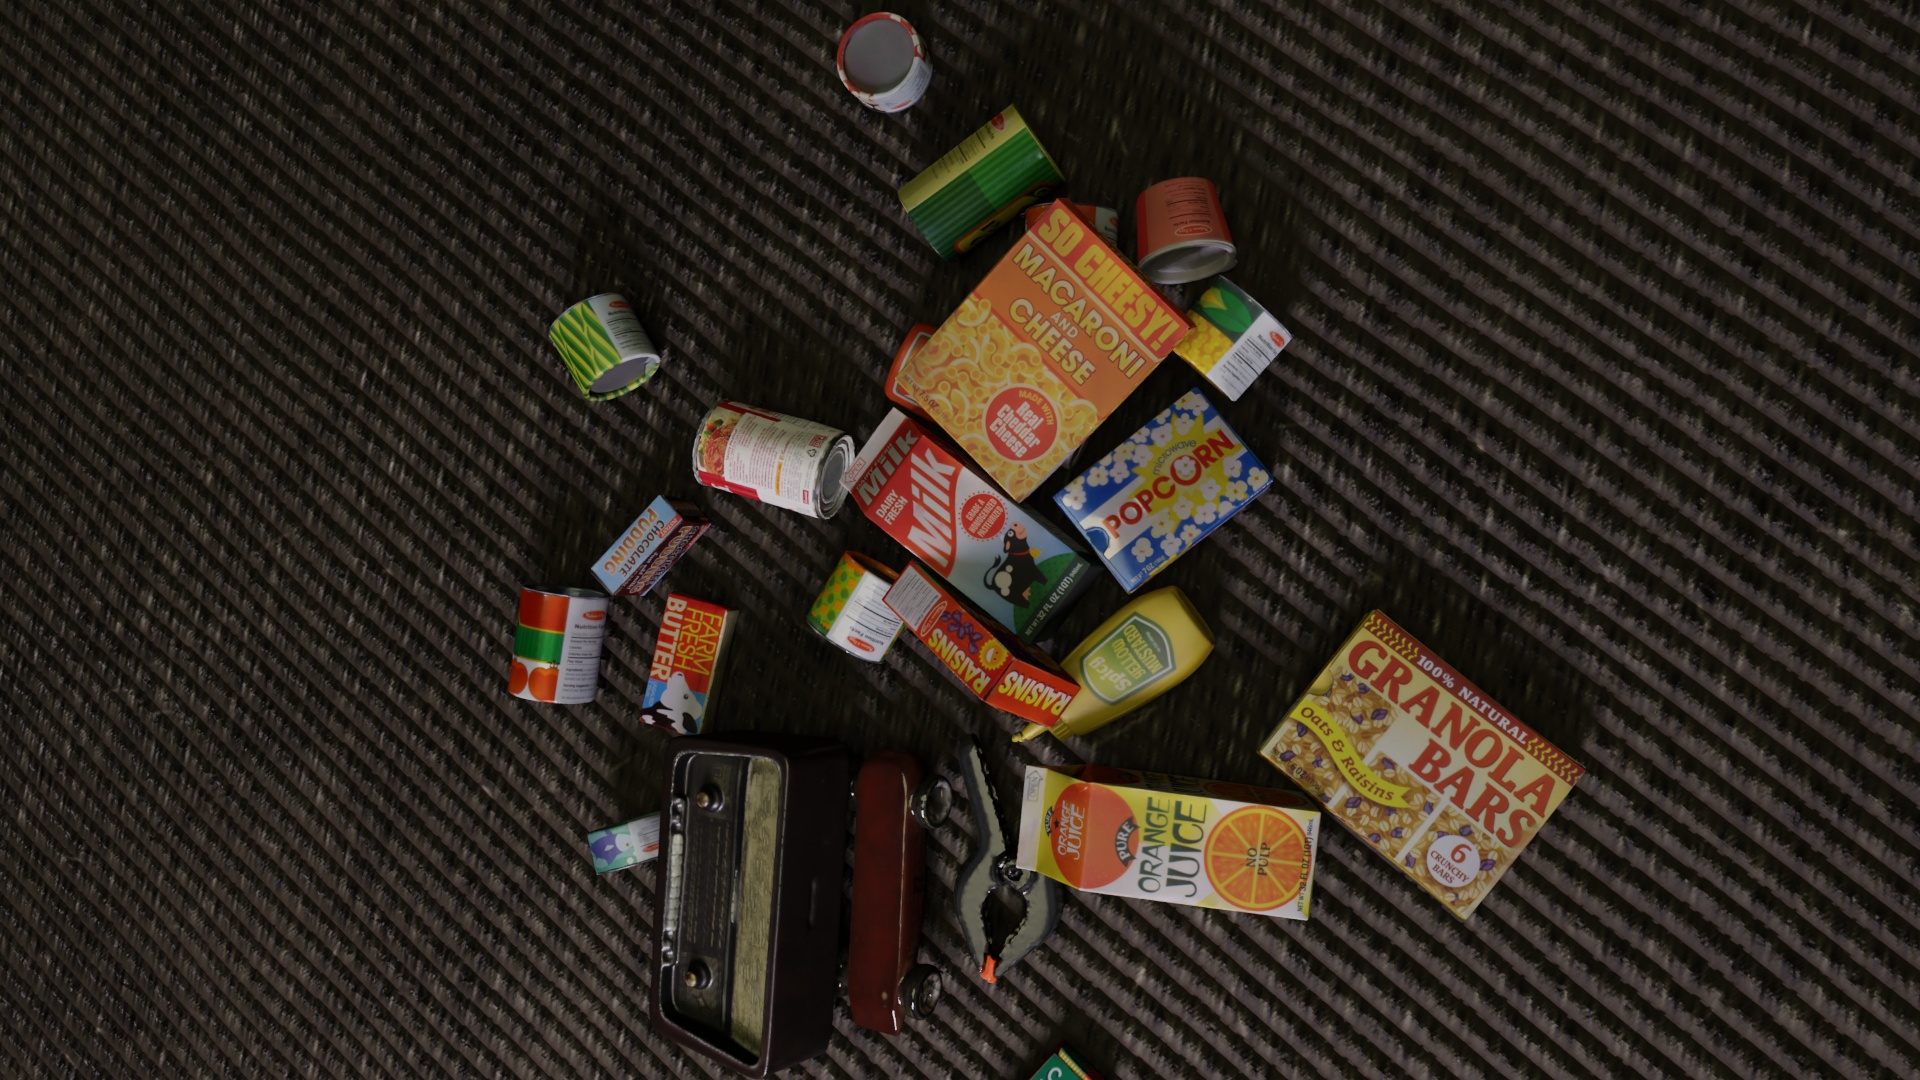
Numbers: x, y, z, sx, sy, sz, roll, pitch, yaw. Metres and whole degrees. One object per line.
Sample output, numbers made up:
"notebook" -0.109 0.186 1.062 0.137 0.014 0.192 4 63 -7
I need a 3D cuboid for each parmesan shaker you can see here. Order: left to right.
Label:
"parmesan shaker" 0.015 -0.255 0.997 0.103 0.071 0.071 -34 80 13

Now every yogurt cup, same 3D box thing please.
"yogurt cup" 0.152 -0.215 0.959 0.072 0.072 0.054 -10 78 15

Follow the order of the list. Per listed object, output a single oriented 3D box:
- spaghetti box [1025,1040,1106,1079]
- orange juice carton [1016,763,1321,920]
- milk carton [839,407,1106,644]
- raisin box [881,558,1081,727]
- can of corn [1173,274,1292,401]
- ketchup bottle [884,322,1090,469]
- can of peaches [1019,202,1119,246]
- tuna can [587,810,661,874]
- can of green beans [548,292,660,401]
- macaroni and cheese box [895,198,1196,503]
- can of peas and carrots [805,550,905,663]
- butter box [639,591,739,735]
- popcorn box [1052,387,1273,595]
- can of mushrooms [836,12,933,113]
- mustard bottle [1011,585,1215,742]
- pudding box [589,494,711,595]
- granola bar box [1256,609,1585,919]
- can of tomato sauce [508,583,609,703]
"spaghetti box" 0.011 0.463 0.995 0.050 0.029 0.249 42 99 12
"orange juice carton" 0.136 0.197 0.927 0.193 0.073 0.071 7 91 4
"milk carton" 0.004 -0.012 0.987 0.191 0.073 0.072 39 98 13
"raisin box" 0.014 0.071 0.952 0.040 0.086 0.124 -54 50 6
"can of corn" 0.180 -0.139 0.948 0.071 0.071 0.058 43 100 12
"ketchup bottle" 0.022 -0.100 1.000 0.149 0.043 0.064 28 99 14
"can of peaches" 0.075 -0.202 0.978 0.071 0.071 0.058 2 90 15
"tuna can" -0.248 0.228 1.054 0.071 0.071 0.033 -18 84 14
"can of green beans" -0.273 -0.148 1.070 0.071 0.071 0.058 -33 81 12
"macaroni and cheese box" 0.056 -0.127 0.936 0.124 0.040 0.166 45 111 3
"can of peas and carrots" -0.071 0.047 1.011 0.071 0.071 0.058 33 97 14
"butter box" -0.208 0.095 1.067 0.053 0.024 0.103 14 92 15
"popcorn box" 0.139 -0.034 0.958 0.127 0.038 0.085 -38 80 -1
"can of mushrooms" -0.058 -0.358 1.035 0.071 0.033 0.071 0 89 16
"mustard bottle" 0.100 0.098 0.970 0.160 0.049 0.065 -38 78 11
"pudding box" -0.237 0.005 1.064 0.083 0.049 0.030 -45 77 9
"granola bar box" 0.298 0.144 0.909 0.166 0.039 0.124 39 87 13
"can of tomato sauce" -0.312 0.079 1.075 0.071 0.071 0.083 9 92 15
